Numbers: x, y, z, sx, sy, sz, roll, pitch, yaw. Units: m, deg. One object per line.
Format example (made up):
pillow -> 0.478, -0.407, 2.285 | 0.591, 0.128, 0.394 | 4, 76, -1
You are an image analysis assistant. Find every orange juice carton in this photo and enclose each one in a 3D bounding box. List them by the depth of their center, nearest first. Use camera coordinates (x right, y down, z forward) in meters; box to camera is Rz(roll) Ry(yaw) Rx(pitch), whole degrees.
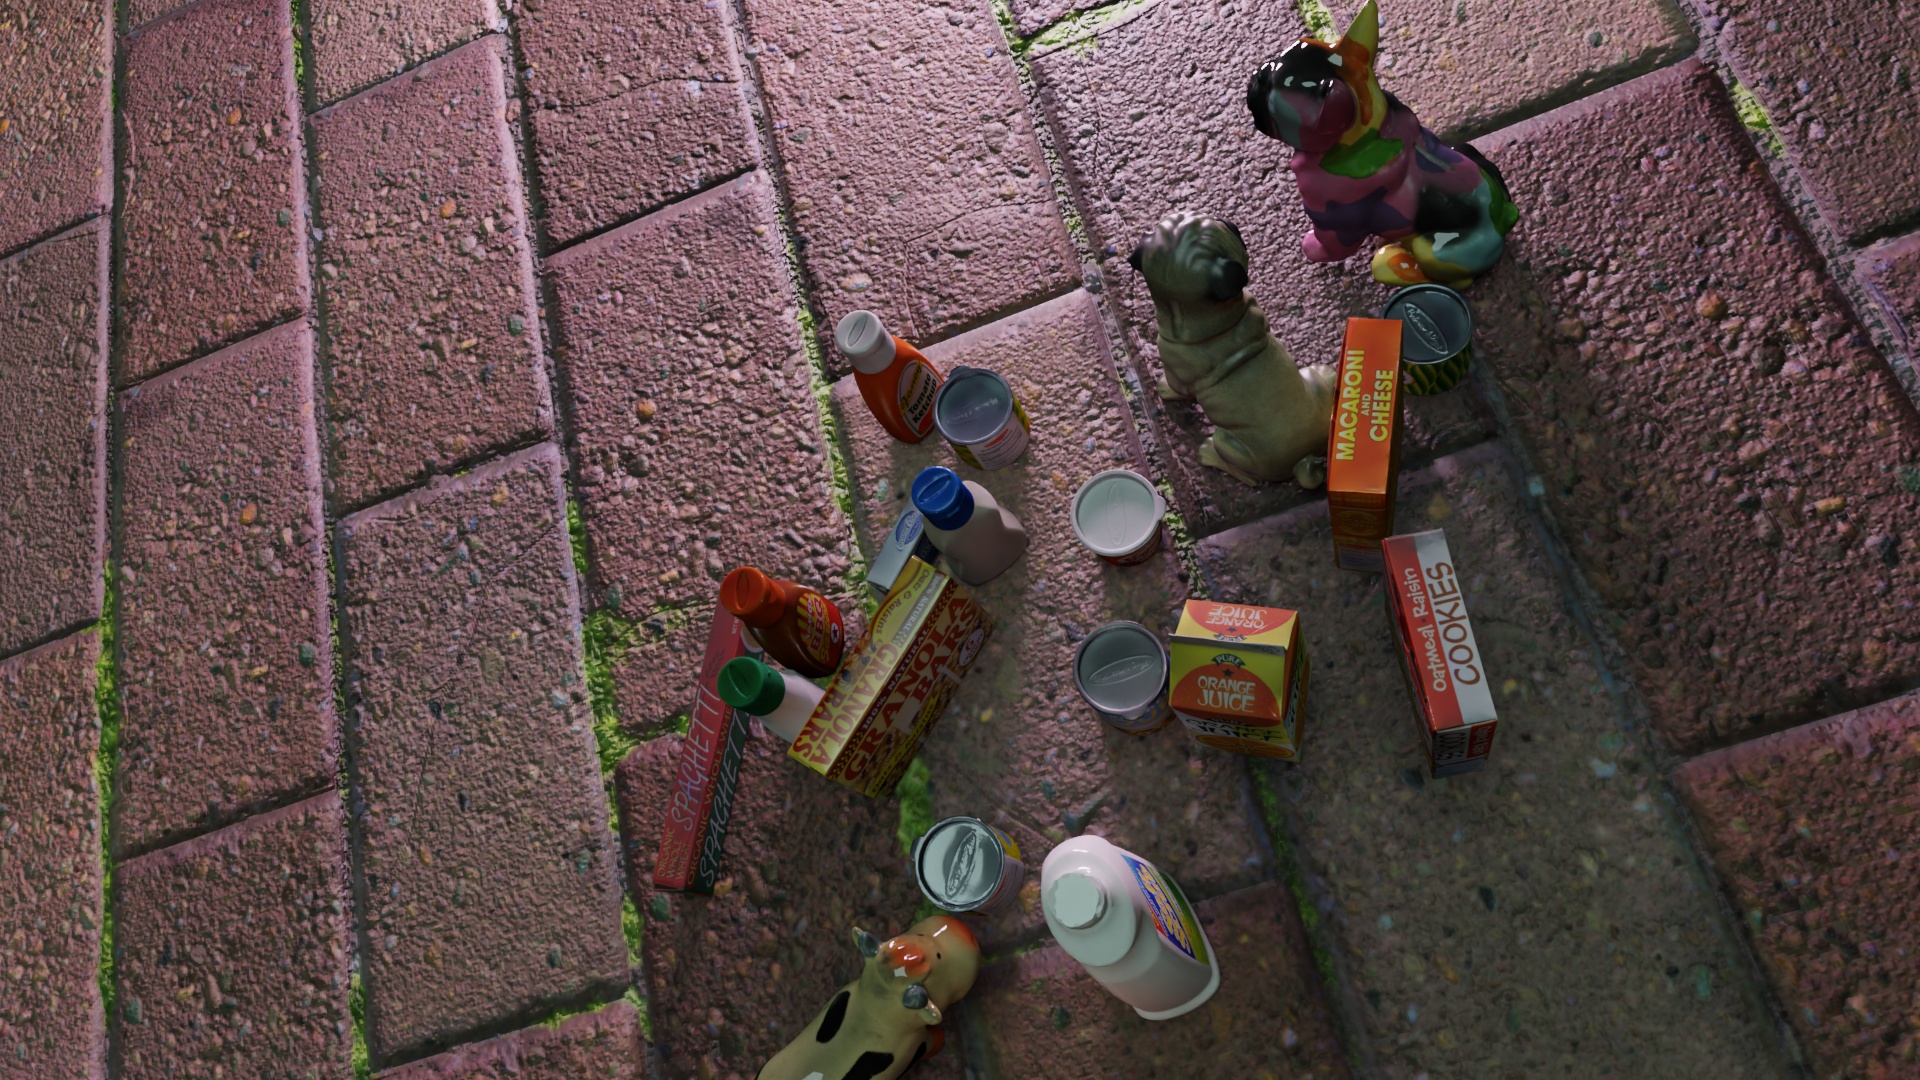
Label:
orange juice carton -> 0.186, 0.090, 0.914 | 0.072, 0.192, 0.073 | 6, 73, 20

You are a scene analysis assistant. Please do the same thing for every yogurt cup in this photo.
yogurt cup -> 0.121, -0.013, 1.049 | 0.072, 0.054, 0.072 | -6, 69, 16

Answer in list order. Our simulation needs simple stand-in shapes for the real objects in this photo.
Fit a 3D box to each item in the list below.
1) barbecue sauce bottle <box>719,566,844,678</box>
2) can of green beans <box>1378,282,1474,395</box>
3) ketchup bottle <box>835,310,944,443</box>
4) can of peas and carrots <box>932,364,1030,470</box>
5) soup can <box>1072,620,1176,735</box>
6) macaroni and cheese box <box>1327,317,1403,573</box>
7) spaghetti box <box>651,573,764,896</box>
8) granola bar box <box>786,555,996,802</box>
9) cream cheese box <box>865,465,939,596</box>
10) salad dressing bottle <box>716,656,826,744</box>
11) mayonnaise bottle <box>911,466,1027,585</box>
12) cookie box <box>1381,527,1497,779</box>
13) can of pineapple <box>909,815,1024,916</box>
barbecue sauce bottle -> -0.134, 0.059, 1.052 | 0.043, 0.148, 0.065 | -5, 70, 16
can of green beans -> 0.343, -0.148, 1.025 | 0.071, 0.057, 0.071 | -6, 69, 16
ketchup bottle -> -0.056, -0.132, 1.097 | 0.043, 0.148, 0.065 | 21, 79, 23
can of peas and carrots -> 0.017, -0.098, 1.111 | 0.071, 0.058, 0.071 | -6, 69, 16
soup can -> 0.122, 0.103, 0.991 | 0.071, 0.083, 0.071 | -6, 70, 16
macaroni and cheese box -> 0.279, -0.060, 0.954 | 0.040, 0.166, 0.124 | 5, 73, 19
spaghetti box -> -0.191, 0.152, 1.091 | 0.029, 0.050, 0.251 | 4, 72, 19
granola bar box -> -0.045, 0.106, 1.020 | 0.039, 0.124, 0.166 | 29, 82, 24
cream cheese box -> -0.034, -0.002, 1.095 | 0.024, 0.053, 0.104 | 23, 79, 24
salad dressing bottle -> -0.132, 0.120, 1.030 | 0.044, 0.147, 0.064 | -37, 64, 2
mayonnaise bottle -> 0.004, -0.013, 1.035 | 0.065, 0.147, 0.041 | -38, 64, 2
cookie box -> 0.305, 0.077, 0.895 | 0.040, 0.167, 0.123 | -14, 67, 13
can of pineapple -> 0.006, 0.233, 0.994 | 0.071, 0.057, 0.071 | -6, 69, 16
